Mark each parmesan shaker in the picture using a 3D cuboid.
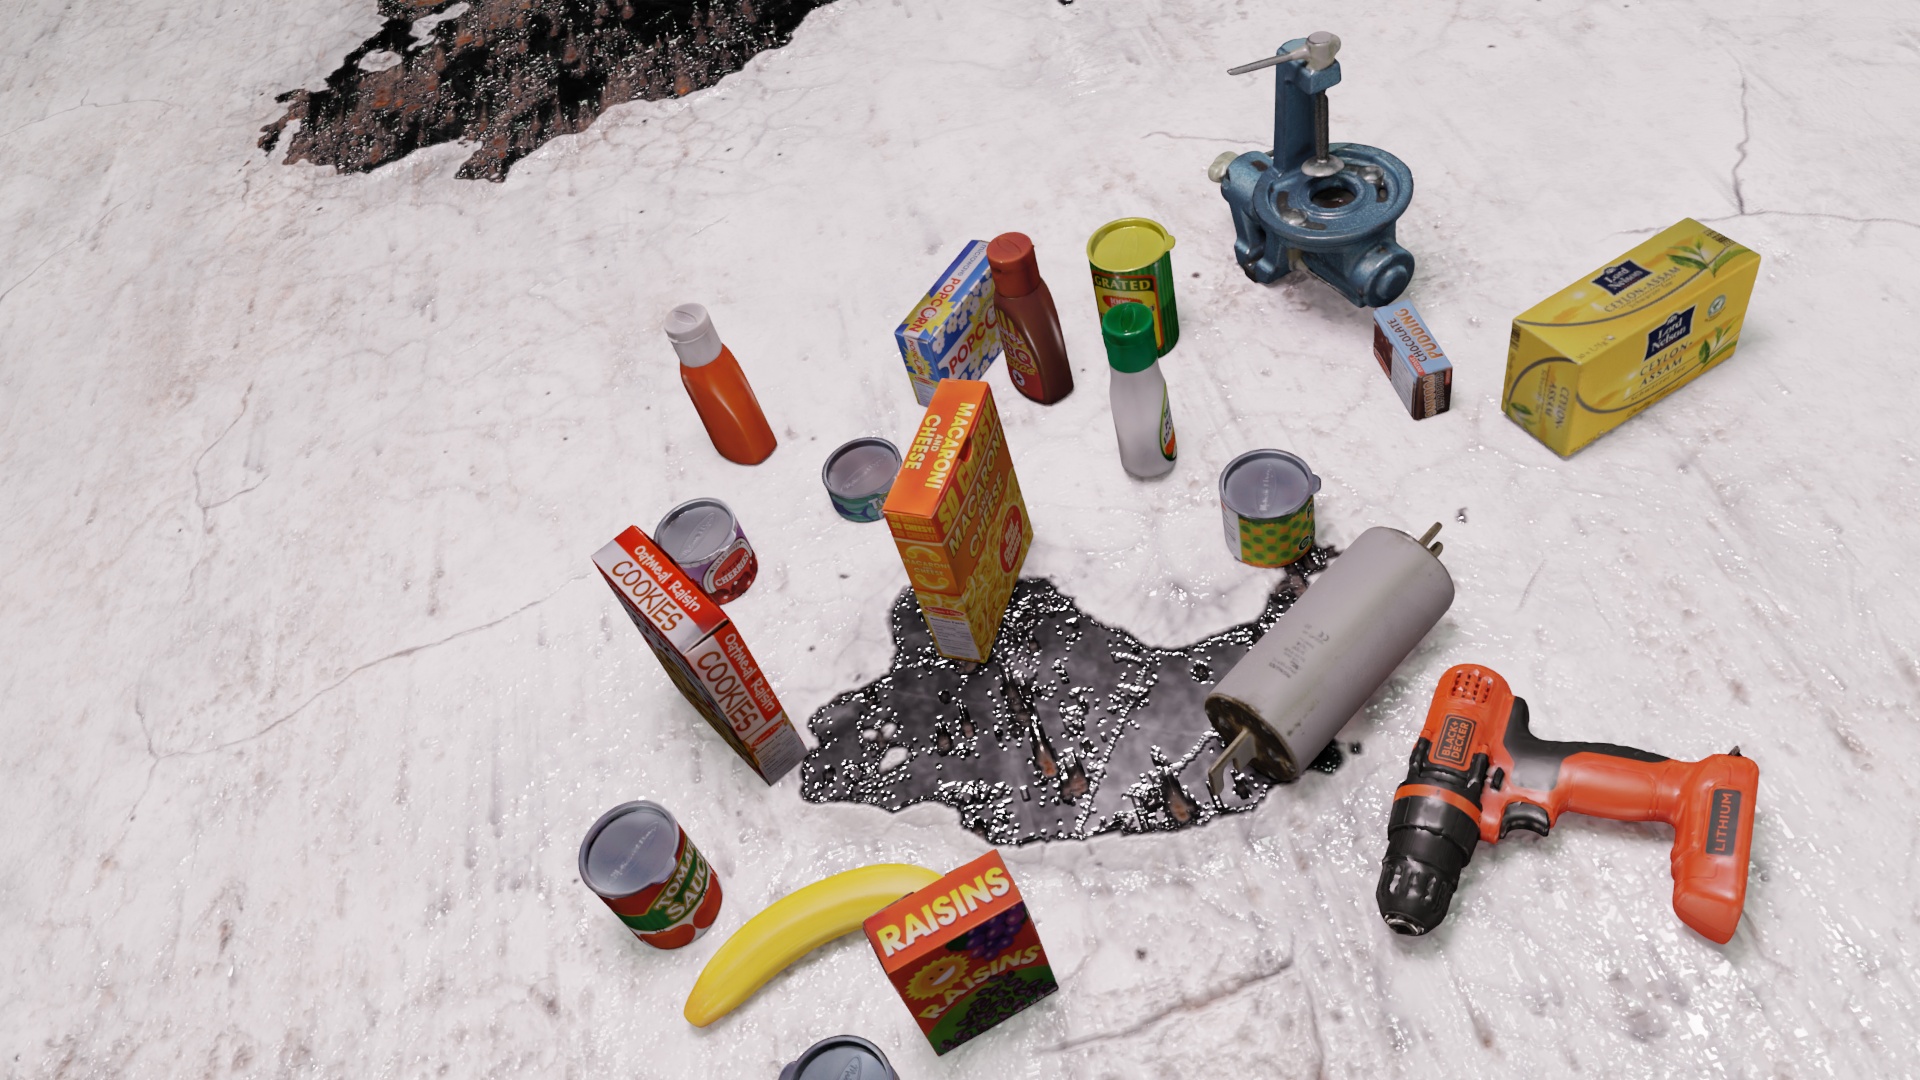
[{"bbox_3d":[0.146,-0.204,1.140,0.071,0.102,0.072,-8,49,9],"label":"parmesan shaker"}]

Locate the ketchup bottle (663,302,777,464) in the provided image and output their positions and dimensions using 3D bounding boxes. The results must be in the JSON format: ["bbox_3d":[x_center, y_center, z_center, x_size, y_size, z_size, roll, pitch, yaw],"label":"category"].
[{"bbox_3d":[-0.201,-0.128,1.142,0.065,0.148,0.044,26,62,32],"label":"ketchup bottle"}]

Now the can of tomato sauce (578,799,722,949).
[{"bbox_3d":[-0.196,0.217,0.894,0.071,0.082,0.071,-8,49,9],"label":"can of tomato sauce"}]

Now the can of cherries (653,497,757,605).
[{"bbox_3d":[-0.196,0.011,1.084,0.071,0.058,0.072,-8,49,9],"label":"can of cherries"}]

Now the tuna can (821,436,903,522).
[{"bbox_3d":[-0.074,-0.048,1.116,0.071,0.032,0.071,-8,49,9],"label":"tuna can"}]

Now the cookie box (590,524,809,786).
[{"bbox_3d":[-0.175,0.079,0.948,0.040,0.166,0.123,-39,52,-17],"label":"cookie box"}]

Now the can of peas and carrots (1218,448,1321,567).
[{"bbox_3d":[0.223,-0.023,0.995,0.071,0.058,0.071,-8,49,9],"label":"can of peas and carrots"}]

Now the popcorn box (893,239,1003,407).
[{"bbox_3d":[0.001,-0.181,1.173,0.038,0.084,0.127,20,58,29],"label":"popcorn box"}]

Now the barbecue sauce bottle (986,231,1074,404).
[{"bbox_3d":[0.053,-0.179,1.115,0.044,0.147,0.065,-36,51,-14],"label":"barbecue sauce bottle"}]

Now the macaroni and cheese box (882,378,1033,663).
[{"bbox_3d":[0.003,-0.012,0.976,0.040,0.165,0.124,7,53,21],"label":"macaroni and cheese box"}]

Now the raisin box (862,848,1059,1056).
[{"bbox_3d":[0.003,0.237,0.794,0.086,0.122,0.040,-27,49,-7],"label":"raisin box"}]

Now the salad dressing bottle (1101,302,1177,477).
[{"bbox_3d":[0.133,-0.111,1.036,0.044,0.147,0.064,0,51,16],"label":"salad dressing bottle"}]

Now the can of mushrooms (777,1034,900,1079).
[{"bbox_3d":[-0.069,0.323,0.802,0.071,0.033,0.071,-8,49,9],"label":"can of mushrooms"}]

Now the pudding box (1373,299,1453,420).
[{"bbox_3d":[0.346,-0.139,1.065,0.030,0.049,0.084,-17,48,2],"label":"pudding box"}]
